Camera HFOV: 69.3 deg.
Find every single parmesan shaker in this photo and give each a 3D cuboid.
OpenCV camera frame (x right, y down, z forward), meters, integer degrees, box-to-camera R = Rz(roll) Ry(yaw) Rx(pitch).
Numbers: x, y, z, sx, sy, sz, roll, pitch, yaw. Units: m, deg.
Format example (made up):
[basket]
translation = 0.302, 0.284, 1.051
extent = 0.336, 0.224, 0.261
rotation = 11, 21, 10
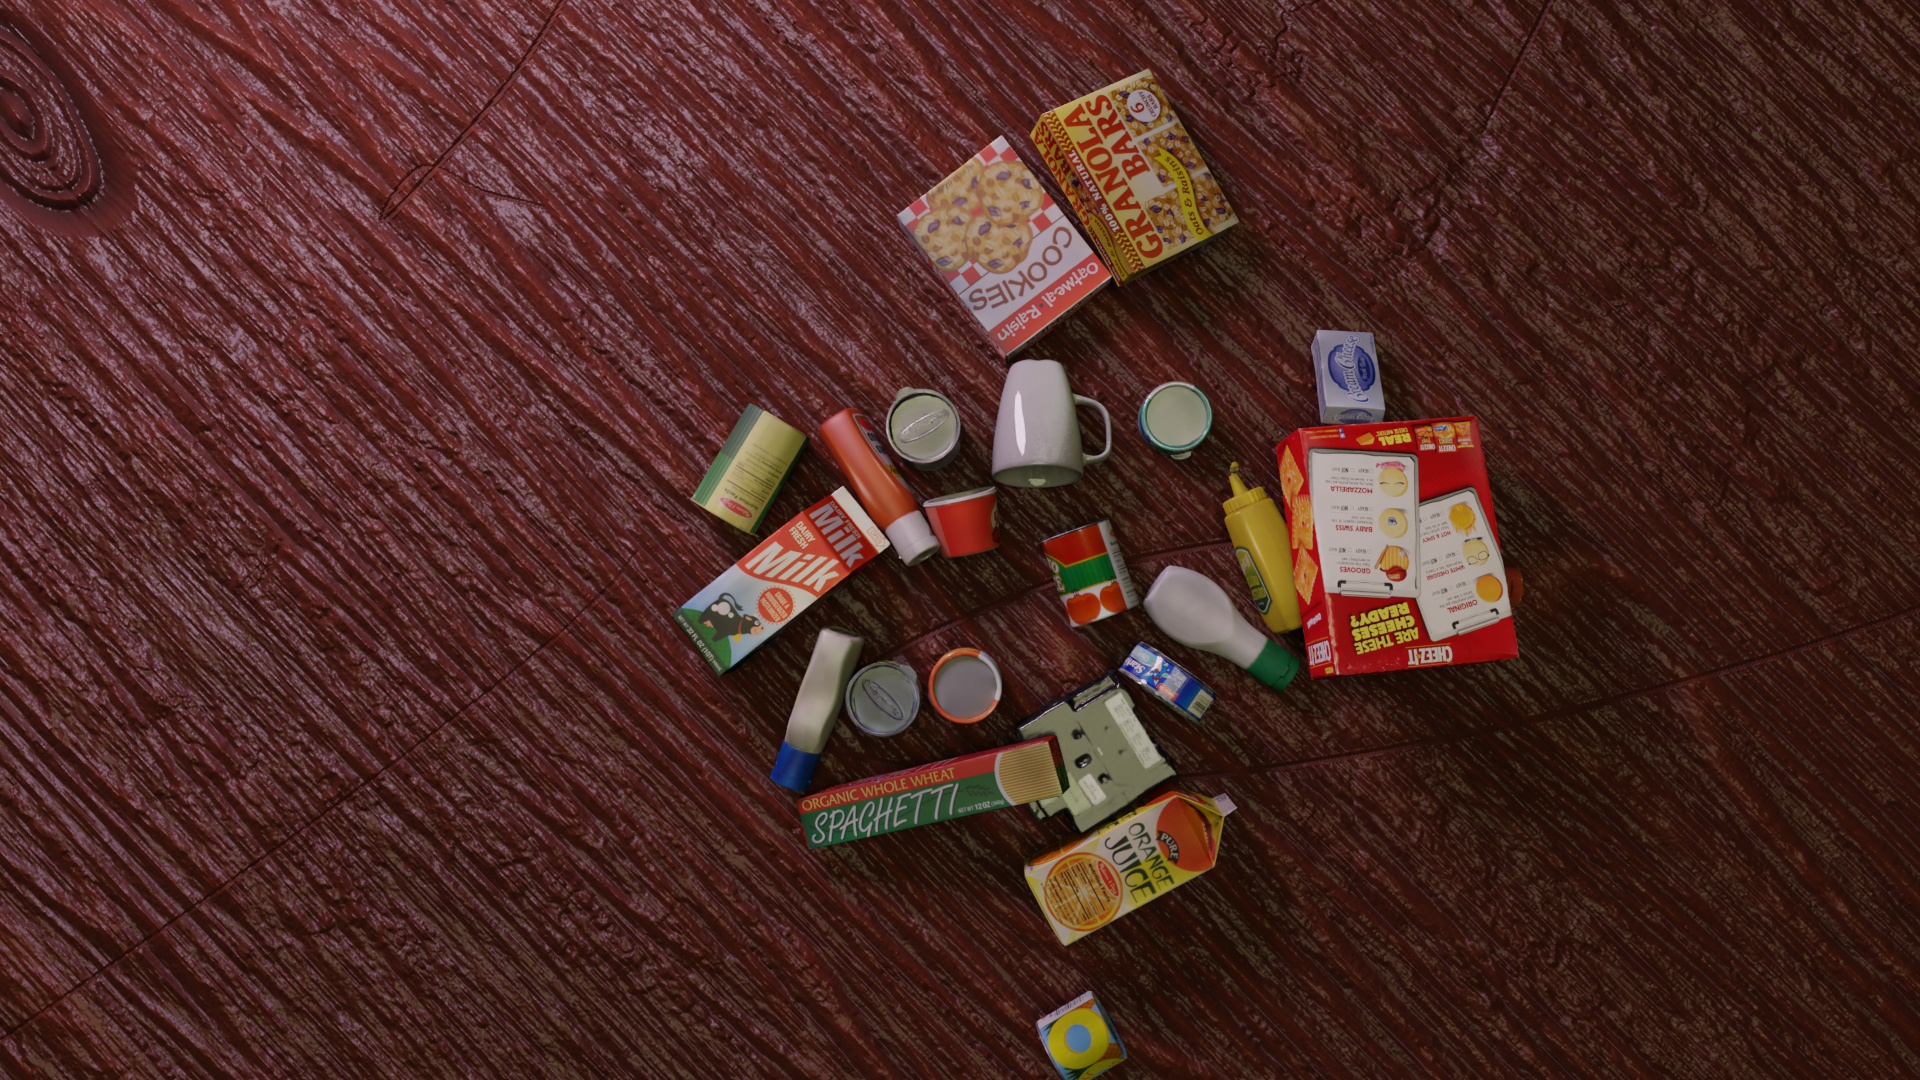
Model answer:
[parmesan shaker]
translation = -0.188, -0.064, 1.266
extent = 0.071, 0.071, 0.103
rotation = 31, 88, 2

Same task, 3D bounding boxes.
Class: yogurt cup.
[yogurt cup]
translation = 0.004, -0.016, 1.260
extent = 0.072, 0.072, 0.054
rotation = -12, 96, 1

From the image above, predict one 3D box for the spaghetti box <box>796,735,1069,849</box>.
[spaghetti box]
translation = -0.028, 0.225, 1.234
extent = 0.250, 0.029, 0.050
rotation = -16, 88, 17

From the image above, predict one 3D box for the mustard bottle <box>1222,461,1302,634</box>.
[mustard bottle]
translation = 0.273, 0.005, 1.254
extent = 0.049, 0.065, 0.160
rotation = -21, 82, -8

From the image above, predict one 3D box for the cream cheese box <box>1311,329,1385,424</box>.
[cream cheese box]
translation = 0.348, -0.146, 1.249
extent = 0.053, 0.024, 0.104
rotation = 3, 49, 3

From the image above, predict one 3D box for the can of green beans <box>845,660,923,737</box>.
[can of green beans]
translation = -0.068, 0.142, 1.257
extent = 0.071, 0.058, 0.071
rotation = 0, 88, 2

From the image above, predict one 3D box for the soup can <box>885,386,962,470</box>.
[soup can]
translation = -0.033, -0.101, 1.254
extent = 0.071, 0.084, 0.071
rotation = 0, 88, 1

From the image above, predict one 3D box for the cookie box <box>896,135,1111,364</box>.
[cookie box]
translation = 0.041, -0.267, 1.282
extent = 0.123, 0.040, 0.167
rotation = -37, 86, -1

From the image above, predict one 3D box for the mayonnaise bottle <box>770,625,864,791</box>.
[mayonnaise bottle]
translation = -0.131, 0.152, 1.257
extent = 0.041, 0.065, 0.148
rotation = 21, 92, 5

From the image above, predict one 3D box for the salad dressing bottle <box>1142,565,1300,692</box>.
[salad dressing bottle]
translation = 0.237, 0.082, 1.260
extent = 0.148, 0.044, 0.064
rotation = 35, 88, 2

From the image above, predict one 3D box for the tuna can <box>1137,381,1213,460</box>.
[tuna can]
translation = 0.198, -0.110, 1.274
extent = 0.071, 0.033, 0.071
rotation = 0, 87, 2

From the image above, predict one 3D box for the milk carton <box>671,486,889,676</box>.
[milk carton]
translation = -0.159, 0.036, 1.256
extent = 0.190, 0.073, 0.072
rotation = -39, 88, -1

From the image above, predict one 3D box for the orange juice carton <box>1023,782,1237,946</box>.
[orange juice carton]
translation = 0.157, 0.277, 1.238
extent = 0.193, 0.072, 0.073
rotation = -28, 88, 0

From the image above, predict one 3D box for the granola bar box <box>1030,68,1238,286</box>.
[granola bar box]
translation = 0.158, -0.330, 1.264
extent = 0.124, 0.039, 0.165
rotation = -29, 87, -20

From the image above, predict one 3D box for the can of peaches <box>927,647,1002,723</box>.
[can of peaches]
translation = 0.003, 0.132, 1.255
extent = 0.071, 0.058, 0.071
rotation = 0, 88, 1

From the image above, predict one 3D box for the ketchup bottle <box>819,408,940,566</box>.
[ketchup bottle]
translation = -0.072, -0.047, 1.253
extent = 0.043, 0.064, 0.149
rotation = -33, 79, 6

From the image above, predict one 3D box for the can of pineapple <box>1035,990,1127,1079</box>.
[can of pineapple]
translation = 0.109, 0.445, 1.234
extent = 0.058, 0.071, 0.071
rotation = -31, 87, 0

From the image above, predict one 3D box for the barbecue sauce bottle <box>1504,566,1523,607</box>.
[barbecue sauce bottle]
translation = 0.428, 0.038, 1.257
extent = 0.149, 0.044, 0.065
rotation = 4, 92, 1

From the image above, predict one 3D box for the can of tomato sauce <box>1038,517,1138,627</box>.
[can of tomato sauce]
translation = 0.115, 0.030, 1.254
extent = 0.071, 0.071, 0.083
rotation = -20, 88, 1
